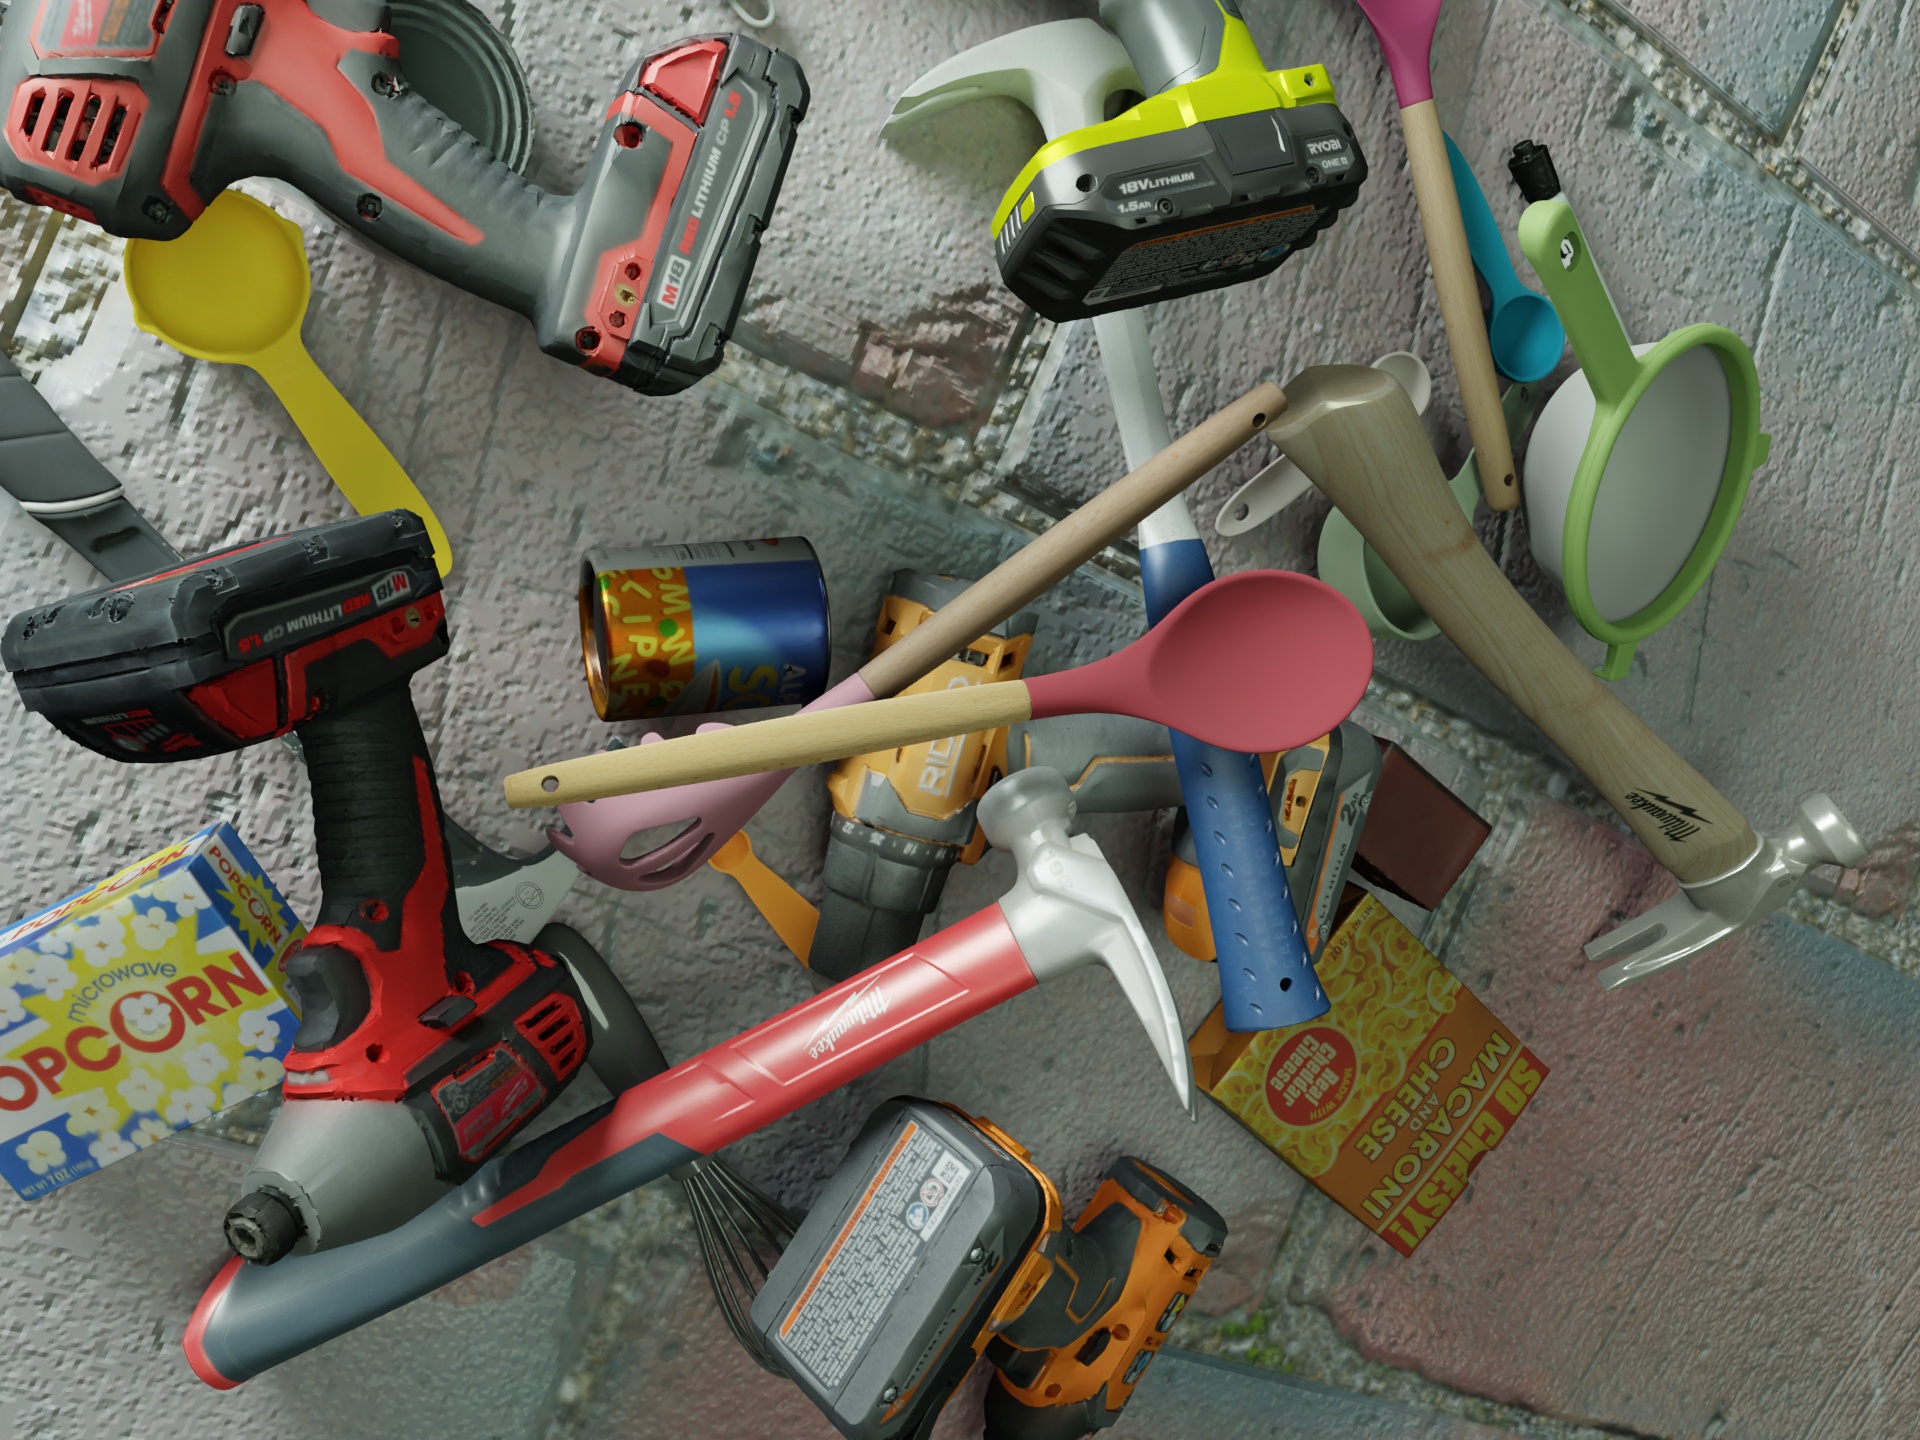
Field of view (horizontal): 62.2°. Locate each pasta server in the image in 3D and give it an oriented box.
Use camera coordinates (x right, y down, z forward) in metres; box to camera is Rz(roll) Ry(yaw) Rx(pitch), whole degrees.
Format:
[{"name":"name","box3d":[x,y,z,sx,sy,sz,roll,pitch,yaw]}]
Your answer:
[{"name":"pasta server","box3d":[-0.014,-0.032,0.588,0.316,0.040,0.060,-36,132,0]}]

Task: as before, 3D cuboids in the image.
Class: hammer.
[{"name":"hammer","box3d":[0.075,-0.079,0.629,0.144,0.035,0.405,-11,87,-18]},{"name":"hammer","box3d":[-0.282,-0.064,0.543,0.149,0.036,0.408,-43,113,-11]},{"name":"hammer","box3d":[-0.105,0.163,0.588,0.386,0.143,0.038,-27,152,1]},{"name":"hammer","box3d":[0.262,-0.009,0.724,0.146,0.038,0.410,-38,123,23]}]

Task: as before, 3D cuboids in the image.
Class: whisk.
[{"name":"whisk","box3d":[-0.109,0.182,0.659,0.055,0.055,0.238,-33,107,-14]}]

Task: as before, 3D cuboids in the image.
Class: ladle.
[{"name":"ladle","box3d":[-0.001,-0.002,0.567,0.315,0.031,0.069,-10,83,-14]}]

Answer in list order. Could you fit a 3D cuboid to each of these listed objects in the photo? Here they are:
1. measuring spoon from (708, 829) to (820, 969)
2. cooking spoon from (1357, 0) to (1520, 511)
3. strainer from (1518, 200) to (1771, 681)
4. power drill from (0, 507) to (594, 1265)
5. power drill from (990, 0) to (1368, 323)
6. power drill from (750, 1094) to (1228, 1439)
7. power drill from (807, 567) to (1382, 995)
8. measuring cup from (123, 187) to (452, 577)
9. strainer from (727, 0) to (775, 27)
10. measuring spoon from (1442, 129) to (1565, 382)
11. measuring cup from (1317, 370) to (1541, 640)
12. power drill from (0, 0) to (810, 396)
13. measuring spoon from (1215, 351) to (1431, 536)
[{"name":"measuring spoon","box3d":[-0.070,0.086,0.677,0.021,0.011,0.116,-45,117,-12]},{"name":"cooking spoon","box3d":[0.208,-0.247,0.707,0.068,0.017,0.318,-21,102,-21]},{"name":"strainer","box3d":[0.280,-0.142,0.720,0.151,0.069,0.256,-55,133,-7]},{"name":"power drill","box3d":[-0.202,0.055,0.507,0.143,0.078,0.219,-41,121,-59]},{"name":"power drill","box3d":[0.037,-0.271,0.582,0.190,0.080,0.228,-18,83,-20]},{"name":"power drill","box3d":[0.016,0.255,0.675,0.164,0.084,0.226,-58,140,-3]},{"name":"power drill","box3d":[0.050,0.051,0.682,0.226,0.084,0.185,15,94,-20]},{"name":"measuring cup","box3d":[-0.231,-0.115,0.564,0.062,0.029,0.156,-37,124,-12]},{"name":"strainer","box3d":[-0.152,-0.343,0.540,0.258,0.050,0.087,44,68,-27]},{"name":"measuring spoon","box3d":[0.242,-0.217,0.745,0.042,0.021,0.128,-33,102,-13]},{"name":"measuring cup","box3d":[0.224,-0.107,0.752,0.083,0.038,0.168,49,64,-24]},{"name":"power drill","box3d":[-0.167,-0.216,0.501,0.226,0.080,0.188,18,93,-22]},{"name":"measuring spoon","box3d":[0.163,-0.125,0.731,0.124,0.018,0.034,-38,113,-4]}]
